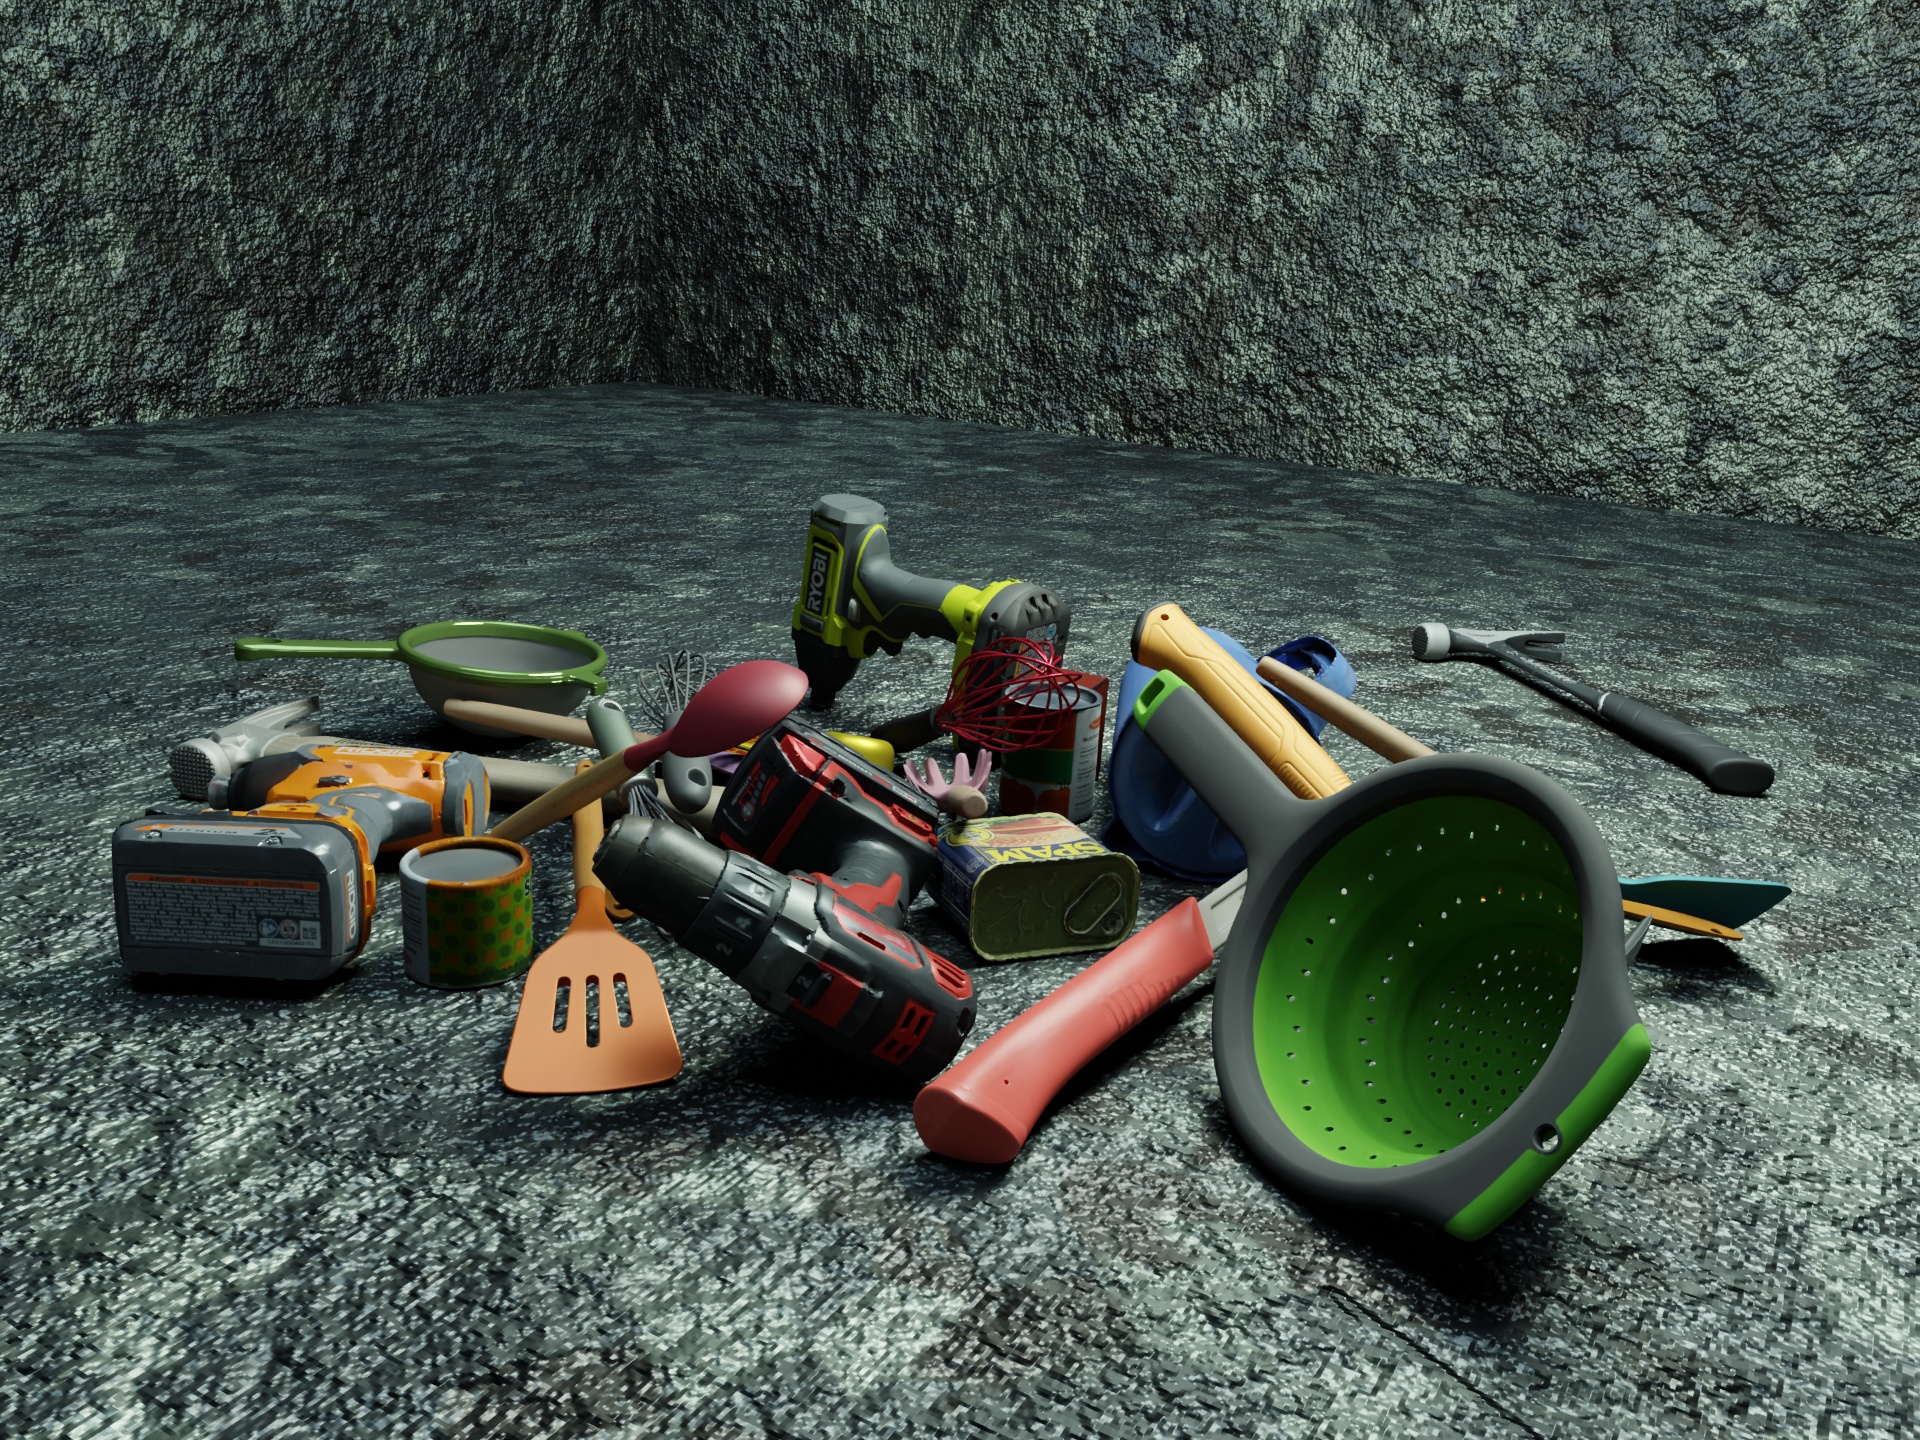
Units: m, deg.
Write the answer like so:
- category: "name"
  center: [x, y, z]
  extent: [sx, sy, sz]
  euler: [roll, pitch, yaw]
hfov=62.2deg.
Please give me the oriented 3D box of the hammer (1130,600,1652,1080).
- category: "hammer"
  center: [0.209, 0.039, 0.870]
  extent: [0.127, 0.034, 0.337]
  euler: [-28, 52, -16]

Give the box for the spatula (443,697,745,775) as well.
- category: "spatula"
  center: [-0.210, 0.018, 1.068]
  extent: [0.316, 0.018, 0.060]
  euler: [11, 10, 16]

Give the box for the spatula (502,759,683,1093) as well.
- category: "spatula"
  center: [-0.200, 0.094, 0.857]
  extent: [0.081, 0.041, 0.323]
  euler: [-2, 21, -13]

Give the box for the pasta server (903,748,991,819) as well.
- category: "pasta server"
  center: [-0.001, 0.040, 0.956]
  extent: [0.060, 0.040, 0.316]
  euler: [-8, -1, -3]

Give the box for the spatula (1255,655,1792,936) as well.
- category: "spatula"
  center: [0.316, 0.043, 0.930]
  extent: [0.317, 0.082, 0.044]
  euler: [33, 64, 9]

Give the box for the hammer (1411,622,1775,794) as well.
- category: "hammer"
  center: [0.556, -0.018, 1.385]
  extent: [0.149, 0.036, 0.409]
  euler: [0, 18, -13]

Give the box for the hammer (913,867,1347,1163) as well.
- category: "hammer"
  center: [0.095, 0.114, 0.805]
  extent: [0.149, 0.036, 0.359]
  euler: [45, 39, 18]

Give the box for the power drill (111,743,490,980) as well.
- category: "power drill"
  center: [-0.373, 0.066, 0.881]
  extent: [0.164, 0.084, 0.226]
  euler: [3, 13, 0]

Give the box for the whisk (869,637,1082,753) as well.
- category: "whisk"
  center: [-0.002, -0.003, 1.062]
  extent: [0.073, 0.073, 0.296]
  euler: [-5, -6, -24]

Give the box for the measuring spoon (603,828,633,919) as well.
- category: "measuring spoon"
  center: [-0.207, 0.093, 0.941]
  extent: [0.021, 0.011, 0.117]
  euler: [-3, 22, -19]

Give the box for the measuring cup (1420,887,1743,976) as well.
- category: "measuring cup"
  center: [0.340, 0.121, 0.881]
  extent: [0.173, 0.052, 0.095]
  euler: [12, 17, 2]

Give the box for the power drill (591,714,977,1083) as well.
- category: "power drill"
  center: [-0.086, 0.075, 0.798]
  extent: [0.187, 0.080, 0.227]
  euler: [32, 13, -14]

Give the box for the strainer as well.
- category: "strainer"
  center: [-0.390, -0.025, 1.161]
  extent: [0.256, 0.069, 0.152]
  euler: [1, 17, -21]

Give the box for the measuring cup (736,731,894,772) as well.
- category: "measuring cup"
  center: [-0.107, 0.015, 1.080]
  extent: [0.062, 0.029, 0.156]
  euler: [8, -6, 44]

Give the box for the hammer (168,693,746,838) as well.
- category: "hammer"
  center: [-0.298, 0.036, 1.057]
  extent: [0.410, 0.038, 0.146]
  euler: [7, 16, 10]

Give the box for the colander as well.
- category: "colander"
  center: [0.192, 0.087, 0.767]
  extent: [0.094, 0.204, 0.398]
  euler: [31, 14, -30]

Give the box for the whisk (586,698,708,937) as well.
- category: "whisk"
  center: [-0.191, 0.048, 0.950]
  extent: [0.057, 0.059, 0.247]
  euler: [18, 18, -32]

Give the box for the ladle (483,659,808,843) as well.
- category: "ladle"
  center: [-0.186, 0.028, 0.858]
  extent: [0.315, 0.031, 0.069]
  euler: [-25, 21, 45]

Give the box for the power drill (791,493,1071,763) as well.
- category: "power drill"
  center: [-0.035, -0.061, 1.224]
  extent: [0.223, 0.171, 0.080]
  euler: [25, 27, 32]

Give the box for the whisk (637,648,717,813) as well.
- category: "whisk"
  center: [-0.170, 0.007, 0.979]
  extent: [0.055, 0.055, 0.239]
  euler: [-1, 20, -12]
